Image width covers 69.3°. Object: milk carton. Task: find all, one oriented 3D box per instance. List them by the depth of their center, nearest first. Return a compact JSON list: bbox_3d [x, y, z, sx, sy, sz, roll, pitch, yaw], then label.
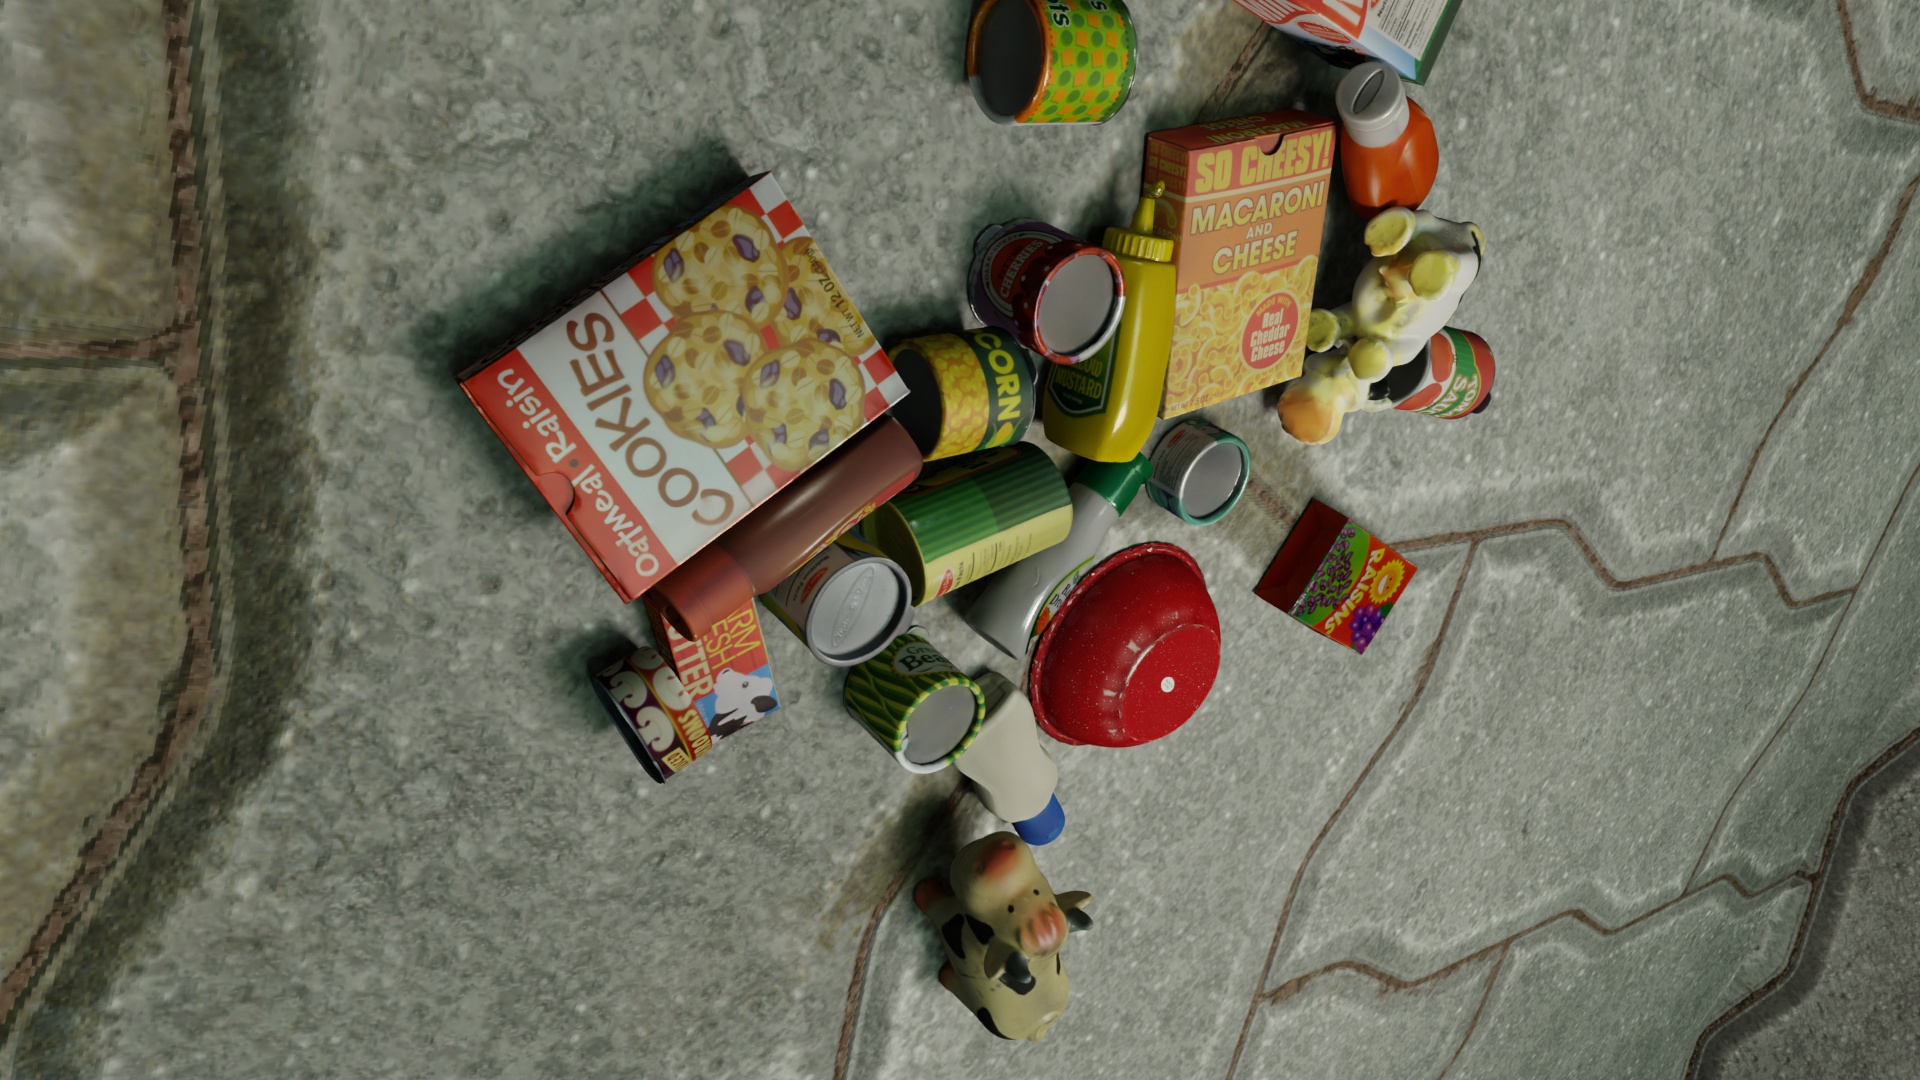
[{"bbox_3d":[0.192,-0.320,0.755,0.191,0.072,0.073,9,108,-43],"label":"milk carton"}]

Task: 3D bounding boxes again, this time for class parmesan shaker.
[{"bbox_3d":[0.003,-0.010,0.792,0.103,0.071,0.071,-23,128,-28],"label":"parmesan shaker"}]

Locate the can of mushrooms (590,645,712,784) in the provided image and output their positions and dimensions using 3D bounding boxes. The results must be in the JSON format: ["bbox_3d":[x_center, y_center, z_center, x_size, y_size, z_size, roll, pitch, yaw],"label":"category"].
[{"bbox_3d":[-0.158,0.091,0.716,0.033,0.071,0.070,-32,132,-22],"label":"can of mushrooms"}]

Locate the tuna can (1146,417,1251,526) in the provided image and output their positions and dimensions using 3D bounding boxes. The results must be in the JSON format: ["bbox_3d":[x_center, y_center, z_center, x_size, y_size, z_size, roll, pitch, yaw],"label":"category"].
[{"bbox_3d":[0.160,-0.044,0.921,0.071,0.033,0.070,-19,126,-29],"label":"tuna can"}]

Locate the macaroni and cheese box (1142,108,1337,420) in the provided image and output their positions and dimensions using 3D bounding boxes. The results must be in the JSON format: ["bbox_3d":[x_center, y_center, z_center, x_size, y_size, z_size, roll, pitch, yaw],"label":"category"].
[{"bbox_3d":[0.165,-0.168,0.845,0.124,0.040,0.165,-19,126,-31],"label":"macaroni and cheese box"}]

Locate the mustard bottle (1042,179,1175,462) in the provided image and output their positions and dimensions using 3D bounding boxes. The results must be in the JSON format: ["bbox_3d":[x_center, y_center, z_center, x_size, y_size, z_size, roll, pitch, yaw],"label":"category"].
[{"bbox_3d":[0.091,-0.127,0.796,0.049,0.065,0.159,-4,112,-43],"label":"mustard bottle"}]

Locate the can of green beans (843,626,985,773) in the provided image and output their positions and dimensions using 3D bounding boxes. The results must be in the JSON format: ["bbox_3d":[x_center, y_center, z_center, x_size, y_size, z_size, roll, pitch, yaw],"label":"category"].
[{"bbox_3d":[-0.027,0.097,0.835,0.071,0.058,0.071,-20,126,-29],"label":"can of green beans"}]

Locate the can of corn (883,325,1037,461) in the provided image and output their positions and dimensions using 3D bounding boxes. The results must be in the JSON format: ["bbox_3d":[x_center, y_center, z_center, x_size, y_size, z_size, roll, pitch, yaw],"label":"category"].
[{"bbox_3d":[-0.001,-0.079,0.742,0.058,0.071,0.070,-14,123,-32],"label":"can of corn"}]

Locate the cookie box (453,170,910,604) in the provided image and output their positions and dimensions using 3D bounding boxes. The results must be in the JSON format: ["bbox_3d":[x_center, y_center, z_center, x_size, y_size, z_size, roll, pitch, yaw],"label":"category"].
[{"bbox_3d":[-0.124,-0.071,0.639,0.168,0.040,0.122,-38,112,-15],"label":"cookie box"}]

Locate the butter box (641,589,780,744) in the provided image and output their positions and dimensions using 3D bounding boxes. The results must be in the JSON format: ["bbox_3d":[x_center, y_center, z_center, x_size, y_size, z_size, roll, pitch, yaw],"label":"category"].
[{"bbox_3d":[-0.133,0.059,0.750,0.053,0.024,0.103,-27,130,-25],"label":"butter box"}]

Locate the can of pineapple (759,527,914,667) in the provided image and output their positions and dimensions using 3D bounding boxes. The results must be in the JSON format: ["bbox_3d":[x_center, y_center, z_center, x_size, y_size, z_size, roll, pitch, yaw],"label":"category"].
[{"bbox_3d":[-0.069,0.027,0.759,0.071,0.058,0.070,-20,127,-29],"label":"can of pineapple"}]

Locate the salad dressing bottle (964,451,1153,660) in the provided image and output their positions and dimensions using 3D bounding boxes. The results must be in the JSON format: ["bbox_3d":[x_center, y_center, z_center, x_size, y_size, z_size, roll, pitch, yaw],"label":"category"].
[{"bbox_3d":[0.063,0.003,0.858,0.148,0.044,0.064,-53,169,-8],"label":"salad dressing bottle"}]

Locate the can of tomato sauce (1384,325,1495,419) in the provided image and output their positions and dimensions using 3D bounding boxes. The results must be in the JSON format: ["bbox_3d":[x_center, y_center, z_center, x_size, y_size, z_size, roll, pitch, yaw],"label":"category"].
[{"bbox_3d":[0.329,-0.121,0.987,0.083,0.071,0.071,4,113,-40],"label":"can of tomato sauce"}]

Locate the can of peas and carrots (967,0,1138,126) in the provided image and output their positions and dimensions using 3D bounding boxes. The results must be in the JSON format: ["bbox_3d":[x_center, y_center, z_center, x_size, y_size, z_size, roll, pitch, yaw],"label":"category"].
[{"bbox_3d":[0.045,-0.241,0.685,0.059,0.071,0.070,-12,122,-33],"label":"can of peas and carrots"}]

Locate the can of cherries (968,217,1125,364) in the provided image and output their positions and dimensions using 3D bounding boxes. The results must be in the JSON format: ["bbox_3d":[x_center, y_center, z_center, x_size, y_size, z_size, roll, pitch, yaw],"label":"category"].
[{"bbox_3d":[0.046,-0.136,0.754,0.072,0.058,0.071,-20,127,-29],"label":"can of cherries"}]

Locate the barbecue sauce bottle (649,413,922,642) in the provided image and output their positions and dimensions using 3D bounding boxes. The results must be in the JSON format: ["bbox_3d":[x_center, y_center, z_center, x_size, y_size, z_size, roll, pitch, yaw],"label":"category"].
[{"bbox_3d":[-0.089,-0.007,0.708,0.149,0.064,0.043,-39,98,-24],"label":"barbecue sauce bottle"}]

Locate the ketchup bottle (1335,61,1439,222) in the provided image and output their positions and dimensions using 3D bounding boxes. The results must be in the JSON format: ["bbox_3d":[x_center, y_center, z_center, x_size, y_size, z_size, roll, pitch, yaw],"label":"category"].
[{"bbox_3d":[0.256,-0.241,0.839,0.064,0.043,0.149,-58,157,7],"label":"ketchup bottle"}]

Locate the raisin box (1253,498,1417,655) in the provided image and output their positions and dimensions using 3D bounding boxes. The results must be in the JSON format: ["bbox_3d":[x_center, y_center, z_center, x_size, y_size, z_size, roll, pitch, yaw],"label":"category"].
[{"bbox_3d":[0.290,0.031,1.068,0.123,0.040,0.086,26,97,-44],"label":"raisin box"}]

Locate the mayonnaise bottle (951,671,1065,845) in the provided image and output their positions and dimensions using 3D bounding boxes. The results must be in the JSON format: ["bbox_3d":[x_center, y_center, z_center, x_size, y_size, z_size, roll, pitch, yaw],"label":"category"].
[{"bbox_3d":[0.032,0.153,0.930,0.065,0.041,0.147,-39,135,-12],"label":"mayonnaise bottle"}]
